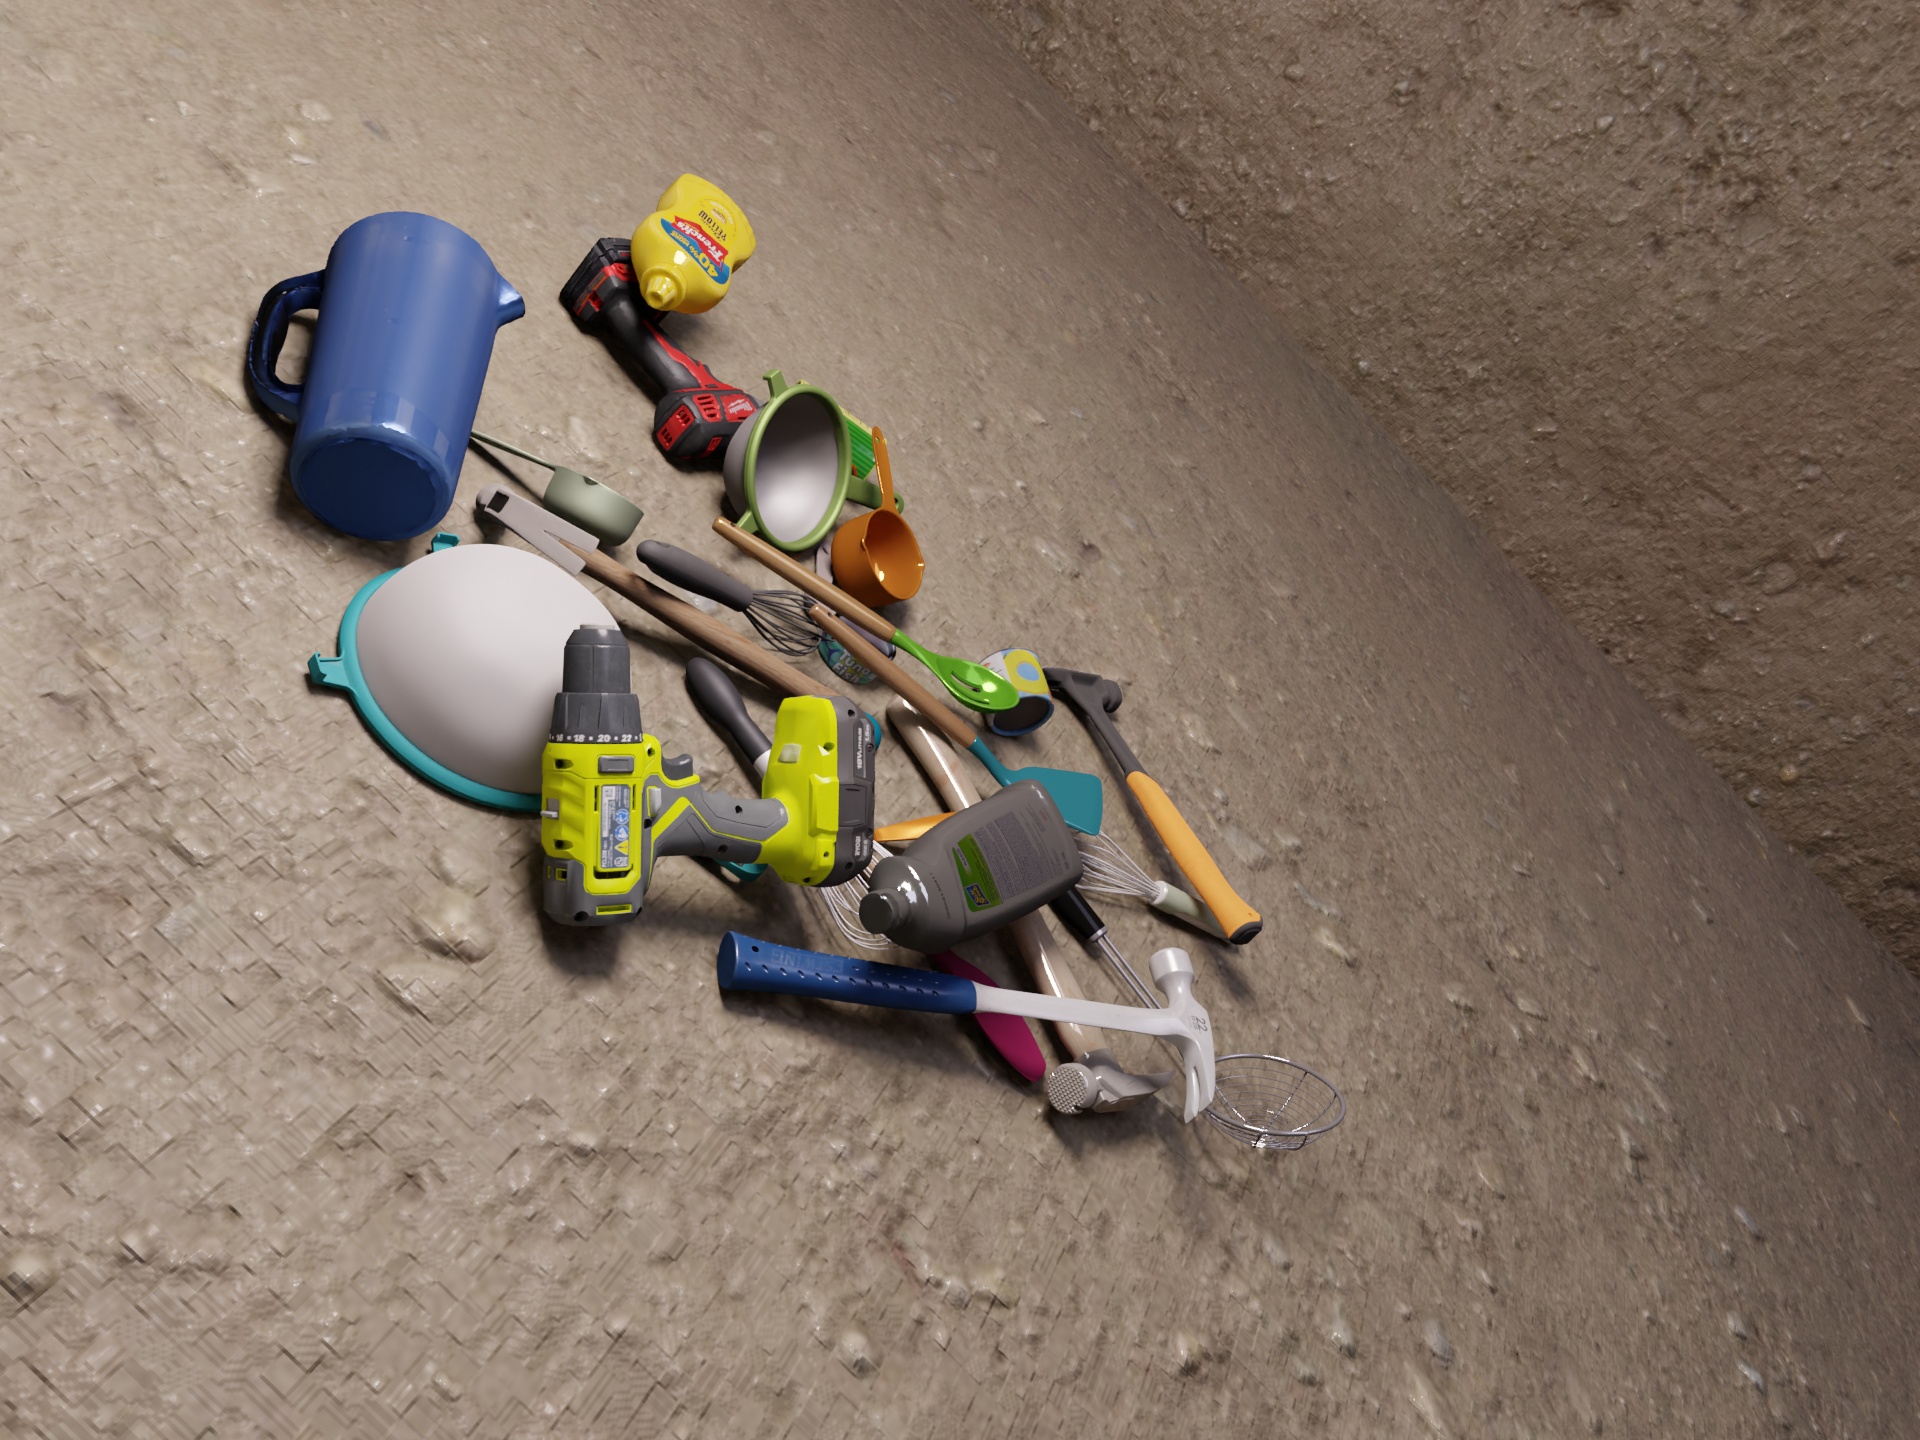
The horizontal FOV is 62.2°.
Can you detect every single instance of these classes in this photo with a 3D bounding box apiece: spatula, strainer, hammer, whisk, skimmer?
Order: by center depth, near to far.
[{"bbox_3d":[-0.255,-0.011,1.101,0.340,0.095,0.211,37,33,-12],"label":"strainer"},{"bbox_3d":[0.018,0.208,1.165,0.405,0.035,0.144,13,43,-27],"label":"hammer"},{"bbox_3d":[-0.127,0.059,1.216,0.285,0.070,0.070,50,32,16],"label":"whisk"},{"bbox_3d":[-0.221,-0.083,1.244,0.331,0.031,0.130,33,-3,-31],"label":"hammer"},{"bbox_3d":[-0.179,-0.101,1.289,0.238,0.055,0.055,26,35,-55],"label":"whisk"},{"bbox_3d":[0.044,0.139,1.337,0.146,0.038,0.411,12,44,-52],"label":"hammer"},{"bbox_3d":[0.175,0.215,1.355,0.363,0.090,0.127,51,32,9],"label":"skimmer"},{"bbox_3d":[-0.002,-0.004,1.371,0.317,0.044,0.082,40,32,-21],"label":"spatula"},{"bbox_3d":[0.177,0.158,1.474,0.246,0.058,0.059,29,70,-31],"label":"whisk"},{"bbox_3d":[-0.142,-0.227,1.487,0.069,0.151,0.256,13,2,29],"label":"strainer"},{"bbox_3d":[0.183,0.077,1.532,0.127,0.034,0.337,9,39,-45],"label":"hammer"}]

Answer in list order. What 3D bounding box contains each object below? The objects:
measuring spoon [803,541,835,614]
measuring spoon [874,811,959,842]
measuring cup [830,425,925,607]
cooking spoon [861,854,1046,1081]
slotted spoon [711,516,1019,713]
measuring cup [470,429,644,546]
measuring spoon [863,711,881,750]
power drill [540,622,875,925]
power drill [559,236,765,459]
[{"bbox_3d":[-0.130,-0.129,1.461,0.034,0.018,0.124,41,25,-24],"label":"measuring spoon"},{"bbox_3d":[-0.032,0.086,1.291,0.117,0.011,0.021,-7,54,-24],"label":"measuring spoon"},{"bbox_3d":[-0.086,-0.189,1.491,0.095,0.052,0.174,14,64,-54],"label":"measuring cup"},{"bbox_3d":[-0.039,0.153,1.243,0.319,0.017,0.069,50,21,5],"label":"cooking spoon"},{"bbox_3d":[-0.082,-0.089,1.392,0.313,0.031,0.070,32,28,-18],"label":"slotted spoon"},{"bbox_3d":[-0.333,-0.186,1.258,0.167,0.038,0.083,25,-5,0],"label":"measuring cup"},{"bbox_3d":[-0.098,0.025,1.315,0.042,0.021,0.129,45,32,-3],"label":"measuring spoon"},{"bbox_3d":[-0.172,0.034,1.070,0.228,0.080,0.190,1,90,-39],"label":"power drill"},{"bbox_3d":[-0.261,-0.339,1.480,0.220,0.078,0.143,56,33,10],"label":"power drill"}]
